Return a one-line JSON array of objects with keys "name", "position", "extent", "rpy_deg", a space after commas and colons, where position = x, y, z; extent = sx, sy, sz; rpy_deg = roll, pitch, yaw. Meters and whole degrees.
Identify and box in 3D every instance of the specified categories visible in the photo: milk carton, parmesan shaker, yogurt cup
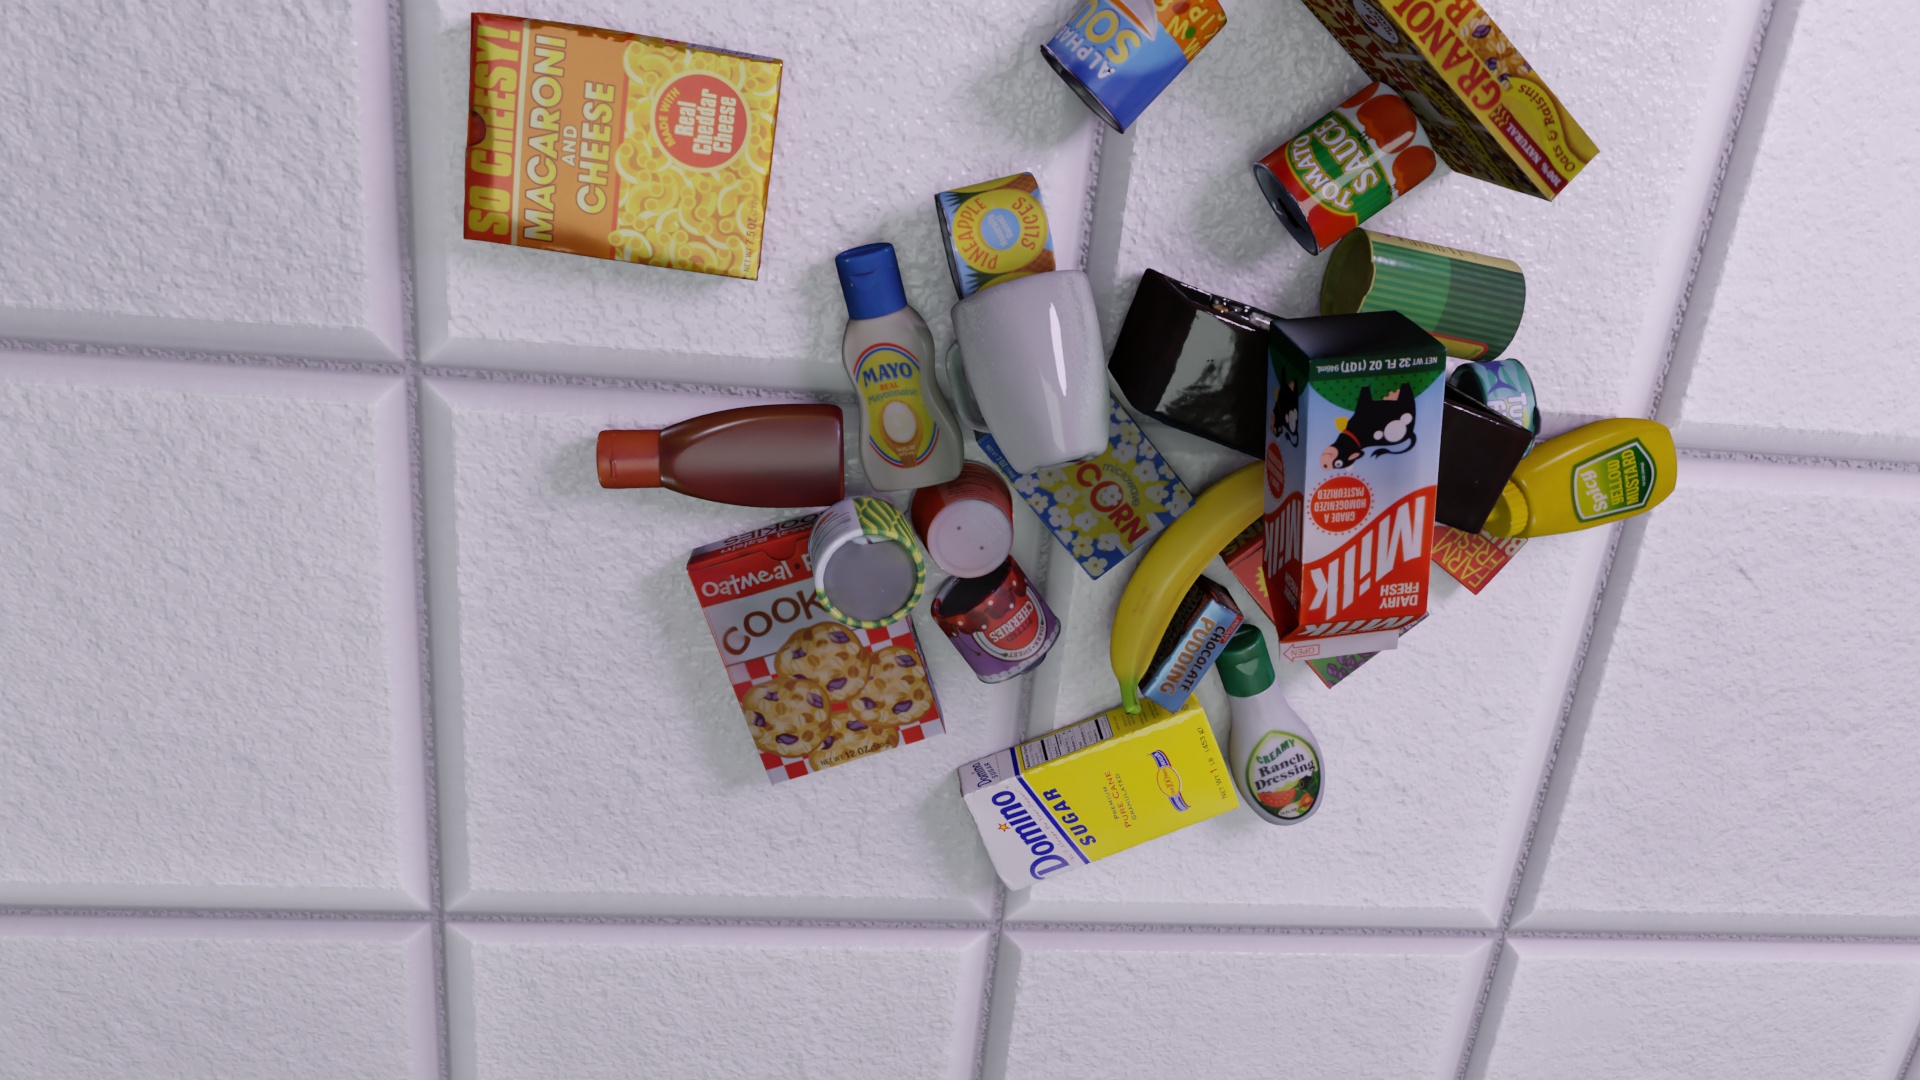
[{"name": "milk carton", "position": [0.208, -0.021, 0.749], "extent": [0.072, 0.074, 0.189], "rpy_deg": [-6, 114, -3]}, {"name": "parmesan shaker", "position": [0.283, -0.149, 0.849], "extent": [0.103, 0.071, 0.071], "rpy_deg": [9, 111, -10]}, {"name": "yogurt cup", "position": [0.003, -0.011, 0.883], "extent": [0.072, 0.054, 0.072], "rpy_deg": [-3, 112, -6]}]

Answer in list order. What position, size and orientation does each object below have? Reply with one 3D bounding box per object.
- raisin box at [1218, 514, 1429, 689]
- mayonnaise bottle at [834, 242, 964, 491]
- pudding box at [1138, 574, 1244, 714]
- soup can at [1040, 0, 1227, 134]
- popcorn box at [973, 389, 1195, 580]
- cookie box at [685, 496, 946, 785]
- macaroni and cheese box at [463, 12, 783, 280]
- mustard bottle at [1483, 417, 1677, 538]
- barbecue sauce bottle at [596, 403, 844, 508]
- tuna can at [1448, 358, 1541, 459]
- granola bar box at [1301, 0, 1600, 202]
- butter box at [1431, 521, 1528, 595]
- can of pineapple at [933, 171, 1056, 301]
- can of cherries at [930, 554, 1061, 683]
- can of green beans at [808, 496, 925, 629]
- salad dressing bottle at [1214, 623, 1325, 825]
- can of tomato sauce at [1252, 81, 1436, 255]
[{"name": "raisin box", "position": [0.242, 0.028, 0.933], "extent": [0.086, 0.040, 0.123], "rpy_deg": [-38, 110, 10]}, {"name": "mayonnaise bottle", "position": [-0.042, -0.105, 0.846], "extent": [0.065, 0.041, 0.147], "rpy_deg": [-9, 113, 11]}, {"name": "pudding box", "position": [0.152, 0.069, 0.934], "extent": [0.030, 0.050, 0.083], "rpy_deg": [29, 106, -15]}, {"name": "soup can", "position": [0.095, -0.283, 0.776], "extent": [0.071, 0.071, 0.083], "rpy_deg": [40, 102, -19]}, {"name": "popcorn box", "position": [0.079, -0.048, 0.885], "extent": [0.085, 0.038, 0.126], "rpy_deg": [-38, 111, 10]}, {"name": "cookie box", "position": [-0.092, 0.067, 0.910], "extent": [0.123, 0.040, 0.166], "rpy_deg": [-17, 112, 0]}, {"name": "macaroni and cheese box", "position": [-0.190, -0.222, 0.784], "extent": [0.167, 0.040, 0.123], "rpy_deg": [6, 110, -9]}, {"name": "mustard bottle", "position": [0.388, -0.033, 0.904], "extent": [0.160, 0.049, 0.065], "rpy_deg": [-19, 105, -13]}, {"name": "barbecue sauce bottle", "position": [-0.146, -0.051, 0.856], "extent": [0.149, 0.044, 0.064], "rpy_deg": [-1, 112, -5]}, {"name": "tuna can", "position": [0.338, -0.081, 0.883], "extent": [0.033, 0.071, 0.070], "rpy_deg": [-6, 112, -3]}, {"name": "granola bar box", "position": [0.264, -0.267, 0.771], "extent": [0.165, 0.124, 0.039], "rpy_deg": [40, 103, -19]}, {"name": "butter box", "position": [0.327, -0.012, 0.934], "extent": [0.103, 0.024, 0.053], "rpy_deg": [35, 104, -18]}, {"name": "can of pineapple", "position": [0.020, -0.177, 0.810], "extent": [0.058, 0.071, 0.070], "rpy_deg": [-14, 113, -1]}, {"name": "can of cherries", "position": [0.024, 0.050, 0.900], "extent": [0.071, 0.072, 0.058], "rpy_deg": [-33, 111, 7]}, {"name": "can of green beans", "position": [-0.057, 0.013, 0.840], "extent": [0.071, 0.058, 0.071], "rpy_deg": [-3, 110, -9]}, {"name": "salad dressing bottle", "position": [0.211, 0.128, 0.967], "extent": [0.064, 0.044, 0.147], "rpy_deg": [-22, 112, 1]}, {"name": "can of tomato sauce", "position": [0.225, -0.219, 0.816], "extent": [0.083, 0.071, 0.071], "rpy_deg": [-34, 111, 7]}]
